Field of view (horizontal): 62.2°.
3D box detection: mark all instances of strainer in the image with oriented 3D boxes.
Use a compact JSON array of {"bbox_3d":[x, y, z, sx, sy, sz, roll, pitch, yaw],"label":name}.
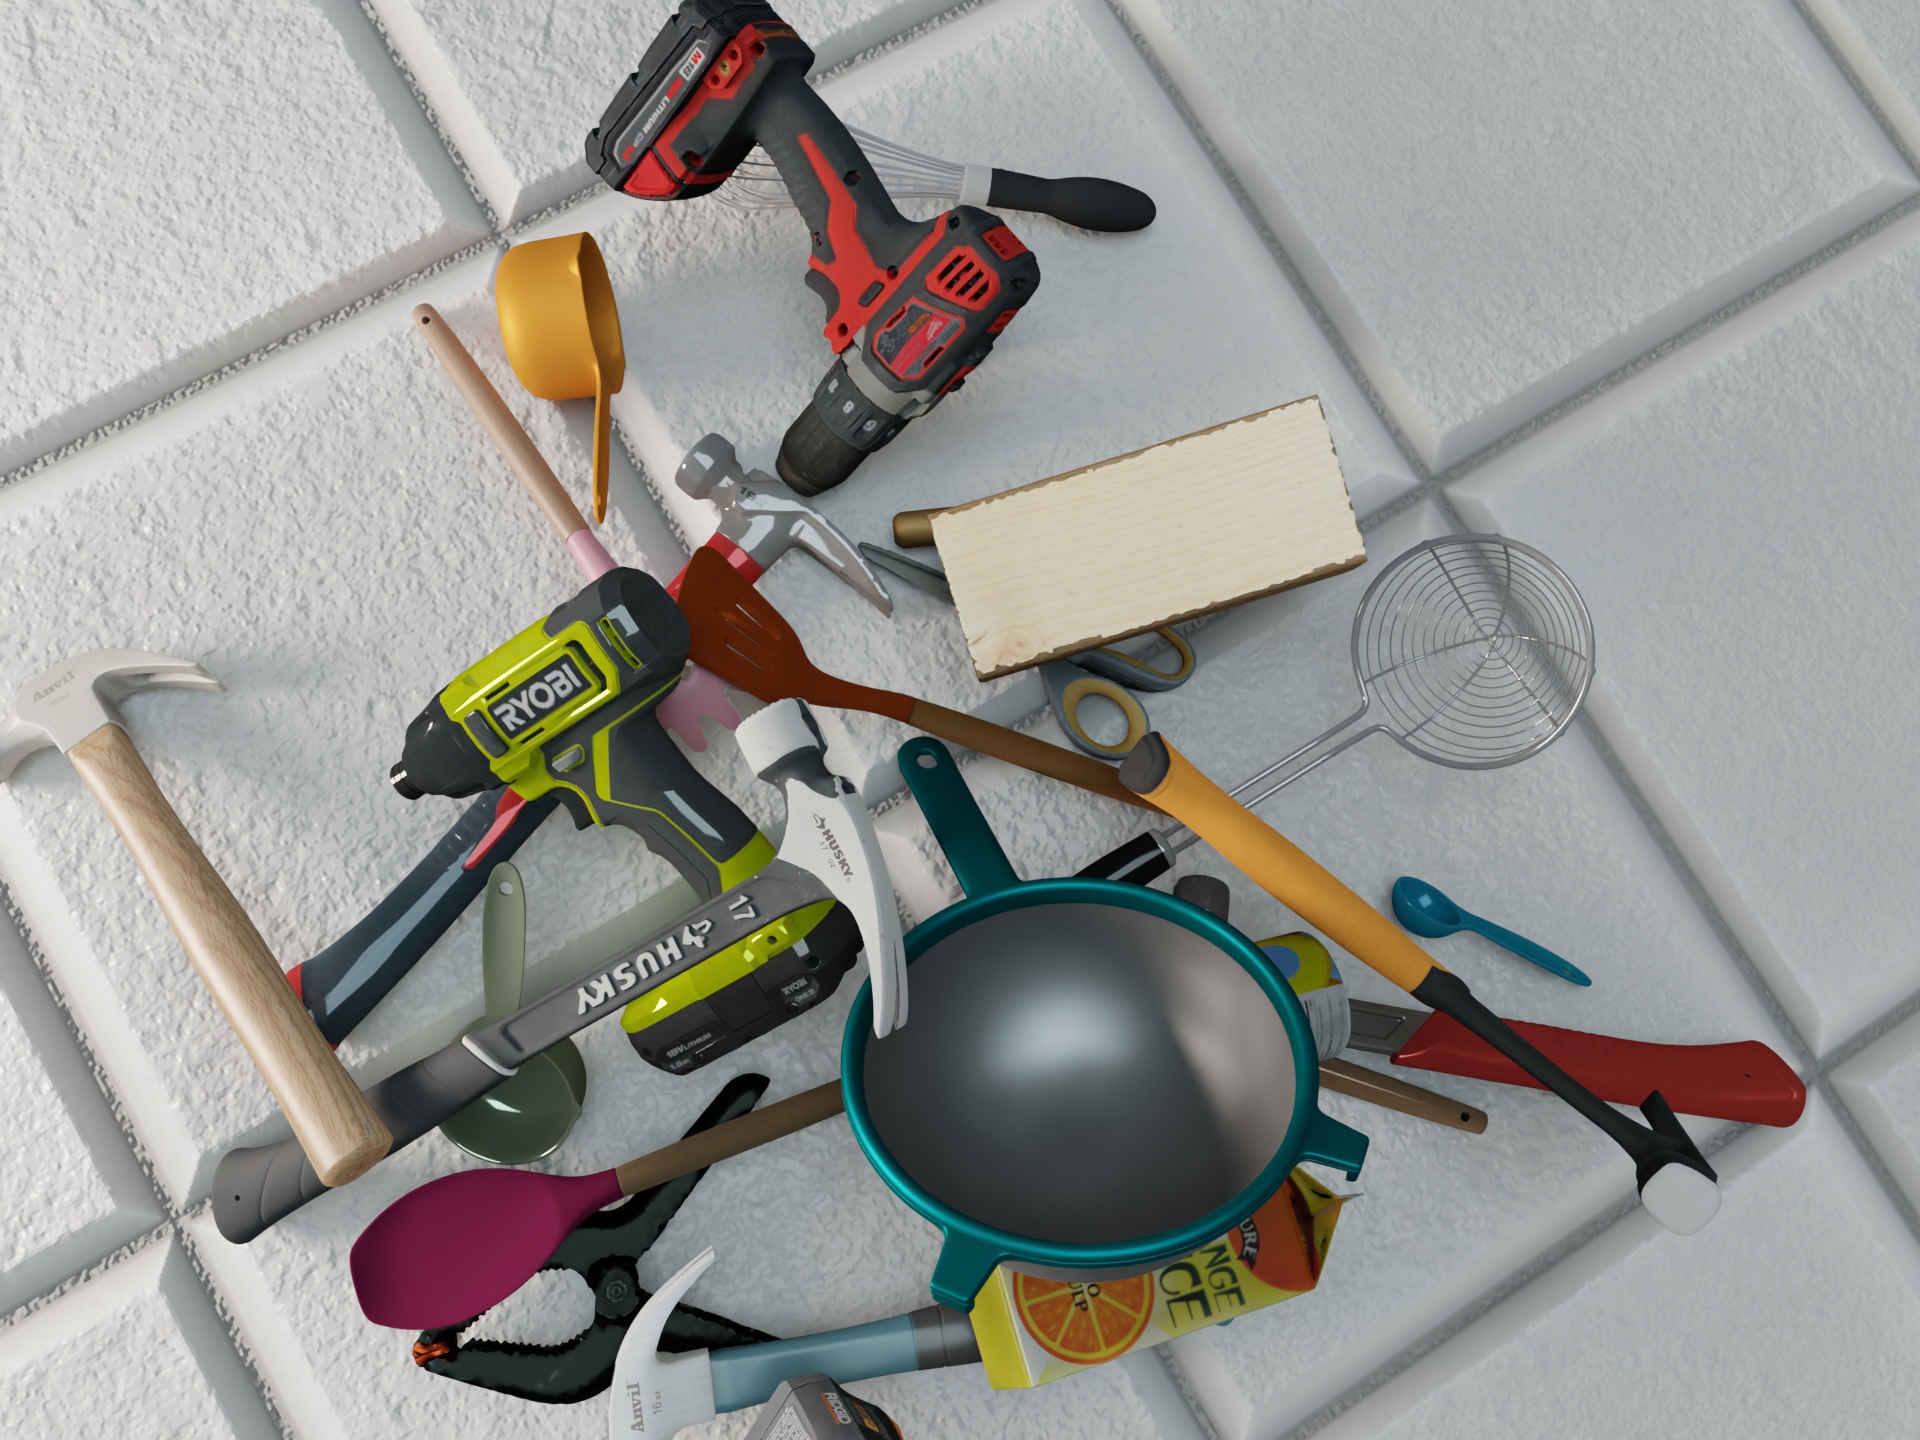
[{"bbox_3d":[0.032,0.140,0.779,0.211,0.095,0.341,-14,40,-13],"label":"strainer"}]

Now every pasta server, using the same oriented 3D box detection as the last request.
[{"bbox_3d":[-0.216,-0.113,0.856,0.060,0.040,0.316,-36,69,-5],"label":"pasta server"}]

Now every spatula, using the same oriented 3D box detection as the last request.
[{"bbox_3d":[0.138,0.169,0.870,0.316,0.018,0.060,19,78,-1],"label":"spatula"},{"bbox_3d":[-0.001,-0.003,0.852,0.322,0.041,0.081,20,44,-13],"label":"spatula"}]

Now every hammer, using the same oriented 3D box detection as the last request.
[{"bbox_3d":[-0.375,0.088,0.786,0.130,0.031,0.331,-39,68,-11],"label":"hammer"},{"bbox_3d":[0.281,0.185,0.859,0.359,0.036,0.149,11,62,-5],"label":"hammer"},{"bbox_3d":[-0.010,0.312,0.803,0.331,0.033,0.128,-6,81,-14],"label":"hammer"},{"bbox_3d":[0.220,0.117,0.792,0.337,0.127,0.034,38,102,7],"label":"hammer"},{"bbox_3d":[-0.204,0.029,0.855,0.143,0.038,0.386,39,79,1],"label":"hammer"},{"bbox_3d":[-0.202,0.152,0.745,0.409,0.036,0.149,-31,81,18],"label":"hammer"}]

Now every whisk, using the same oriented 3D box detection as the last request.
[{"bbox_3d":[0.084,-0.116,0.908,0.245,0.047,0.051,-6,72,-2],"label":"whisk"},{"bbox_3d":[-0.023,-0.319,0.927,0.284,0.070,0.070,6,79,-9],"label":"whisk"}]

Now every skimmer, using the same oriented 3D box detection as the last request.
[{"bbox_3d":[0.160,0.032,0.838,0.363,0.090,0.127,-31,81,-5],"label":"skimmer"}]

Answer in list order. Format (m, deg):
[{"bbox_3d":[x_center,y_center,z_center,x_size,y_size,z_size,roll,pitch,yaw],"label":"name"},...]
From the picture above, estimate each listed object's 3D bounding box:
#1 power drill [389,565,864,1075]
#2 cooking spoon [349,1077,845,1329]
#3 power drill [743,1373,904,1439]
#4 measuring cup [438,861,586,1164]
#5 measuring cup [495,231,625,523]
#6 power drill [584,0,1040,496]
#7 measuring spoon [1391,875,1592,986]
[{"bbox_3d":[-0.163,0.057,0.787,0.171,0.080,0.223,-31,103,20],"label":"power drill"},{"bbox_3d":[-0.147,0.223,0.802,0.319,0.017,0.069,-20,72,-10],"label":"cooking spoon"},{"bbox_3d":[-0.004,0.398,0.750,0.226,0.084,0.164,36,84,-23],"label":"power drill"},{"bbox_3d":[-0.224,0.142,0.798,0.083,0.038,0.167,7,108,2],"label":"measuring cup"},{"bbox_3d":[-0.217,-0.181,0.857,0.052,0.095,0.174,-6,69,2],"label":"measuring cup"},{"bbox_3d":[-0.091,-0.248,0.853,0.226,0.080,0.188,45,120,-4],"label":"power drill"},{"bbox_3d":[0.295,0.126,0.891,0.128,0.042,0.021,26,116,-8],"label":"measuring spoon"}]
